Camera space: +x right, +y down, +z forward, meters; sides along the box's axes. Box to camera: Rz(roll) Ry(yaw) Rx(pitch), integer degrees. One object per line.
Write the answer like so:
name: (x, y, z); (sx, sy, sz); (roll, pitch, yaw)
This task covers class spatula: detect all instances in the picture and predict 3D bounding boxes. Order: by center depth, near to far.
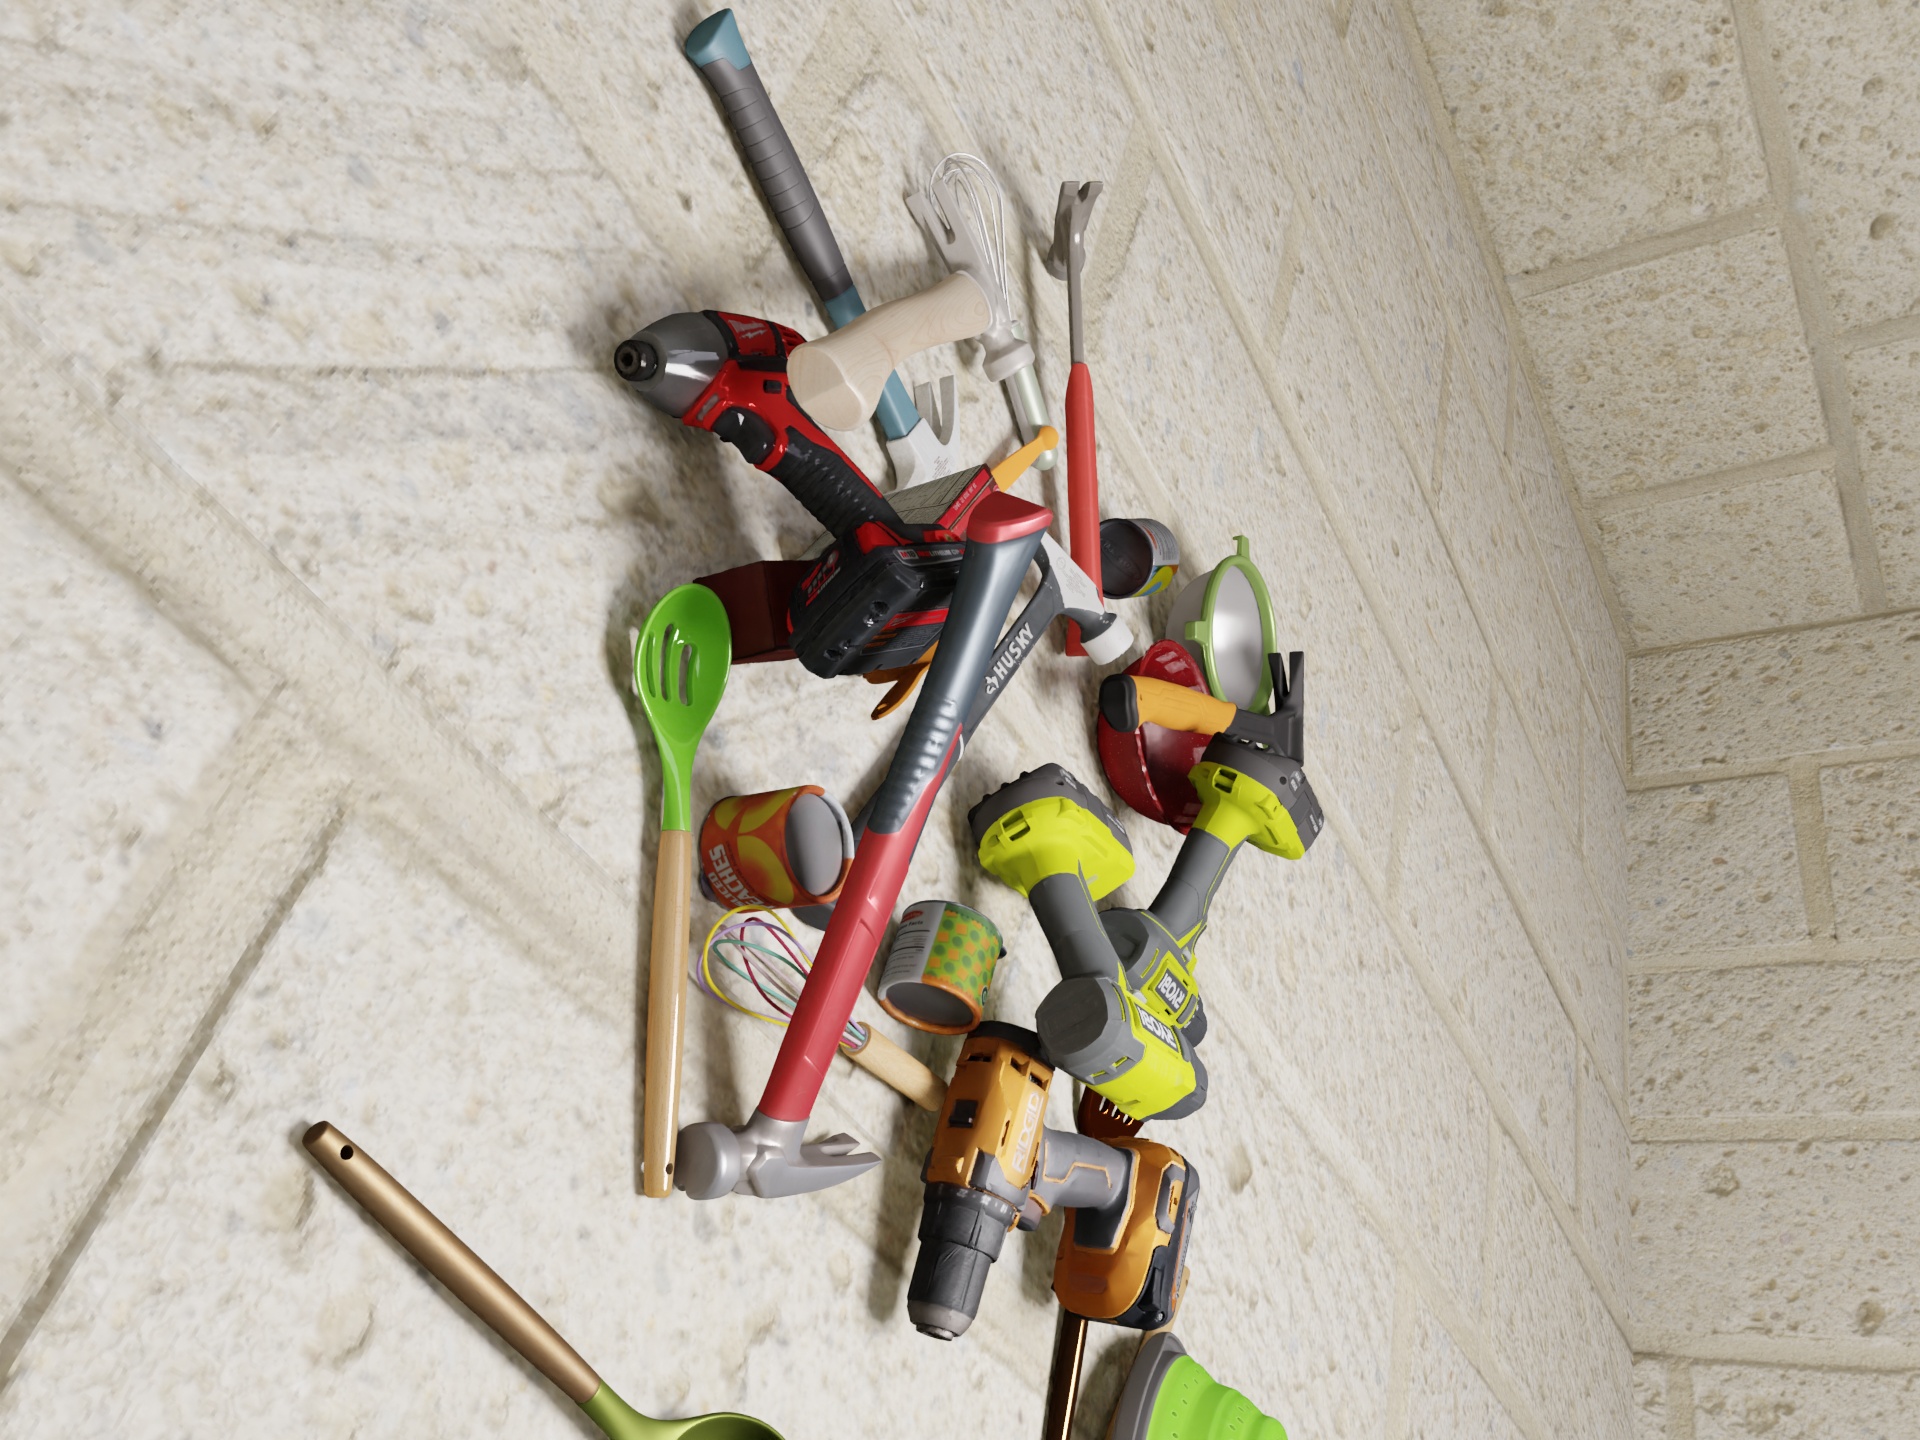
spatula: (0.094, 0.377, 1.112); (0.081, 0.041, 0.323); (33, 54, -30)

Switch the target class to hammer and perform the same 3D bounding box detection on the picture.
hammer: (-0.029, 0.069, 0.835); (0.143, 0.038, 0.386); (15, 99, -54)
hammer: (-0.034, -0.254, 0.988); (0.146, 0.038, 0.411); (62, 21, -13)
hammer: (-0.085, -0.287, 1.023); (0.330, 0.033, 0.128); (63, 36, -25)
hammer: (-0.002, -0.003, 1.058); (0.149, 0.036, 0.409); (52, 42, -14)
hammer: (0.095, -0.230, 1.248); (0.149, 0.036, 0.359); (109, -20, -84)
hammer: (0.205, -0.012, 1.293); (0.336, 0.034, 0.127); (9, 82, -56)

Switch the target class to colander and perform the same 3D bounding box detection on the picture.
colander: (0.143, 0.516, 1.044); (0.396, 0.094, 0.205); (38, 54, -59)

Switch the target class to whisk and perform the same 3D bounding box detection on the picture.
whisk: (-0.068, 0.171, 0.911); (0.244, 0.051, 0.047); (48, 38, -45)
whisk: (0.030, -0.307, 1.211); (0.059, 0.058, 0.246); (-27, 111, -22)

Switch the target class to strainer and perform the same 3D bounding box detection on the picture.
strainer: (0.242, -0.030, 1.447); (0.151, 0.069, 0.256); (-57, 134, -42)

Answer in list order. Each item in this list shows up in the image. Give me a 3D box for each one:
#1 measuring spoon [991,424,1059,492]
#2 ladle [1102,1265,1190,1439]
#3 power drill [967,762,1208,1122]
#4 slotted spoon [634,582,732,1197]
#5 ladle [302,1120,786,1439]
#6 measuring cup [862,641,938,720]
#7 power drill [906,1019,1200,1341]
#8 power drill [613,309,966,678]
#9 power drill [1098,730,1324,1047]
measuring spoon: (0.042, -0.189, 1.195); (0.117, 0.011, 0.021); (-46, 126, -37)
ladle: (0.114, 0.498, 1.125); (0.315, 0.031, 0.069); (-47, 130, -55)
power drill: (0.090, 0.153, 1.052); (0.171, 0.080, 0.223); (41, 23, -46)
slotted spoon: (-0.150, 0.083, 0.820); (0.070, 0.031, 0.314); (19, 67, -55)
ladle: (-0.172, 0.280, 0.702); (0.319, 0.062, 0.078); (57, 35, -28)
measuring cup: (-0.039, -0.051, 0.955); (0.052, 0.095, 0.174); (63, 19, -14)
power drill: (0.055, 0.317, 1.003); (0.226, 0.084, 0.185); (43, 53, -39)
power drill: (-0.091, -0.133, 0.864); (0.220, 0.078, 0.143); (54, 28, 14)
power drill: (0.191, 0.142, 1.241); (0.228, 0.080, 0.190); (-56, 143, -14)
